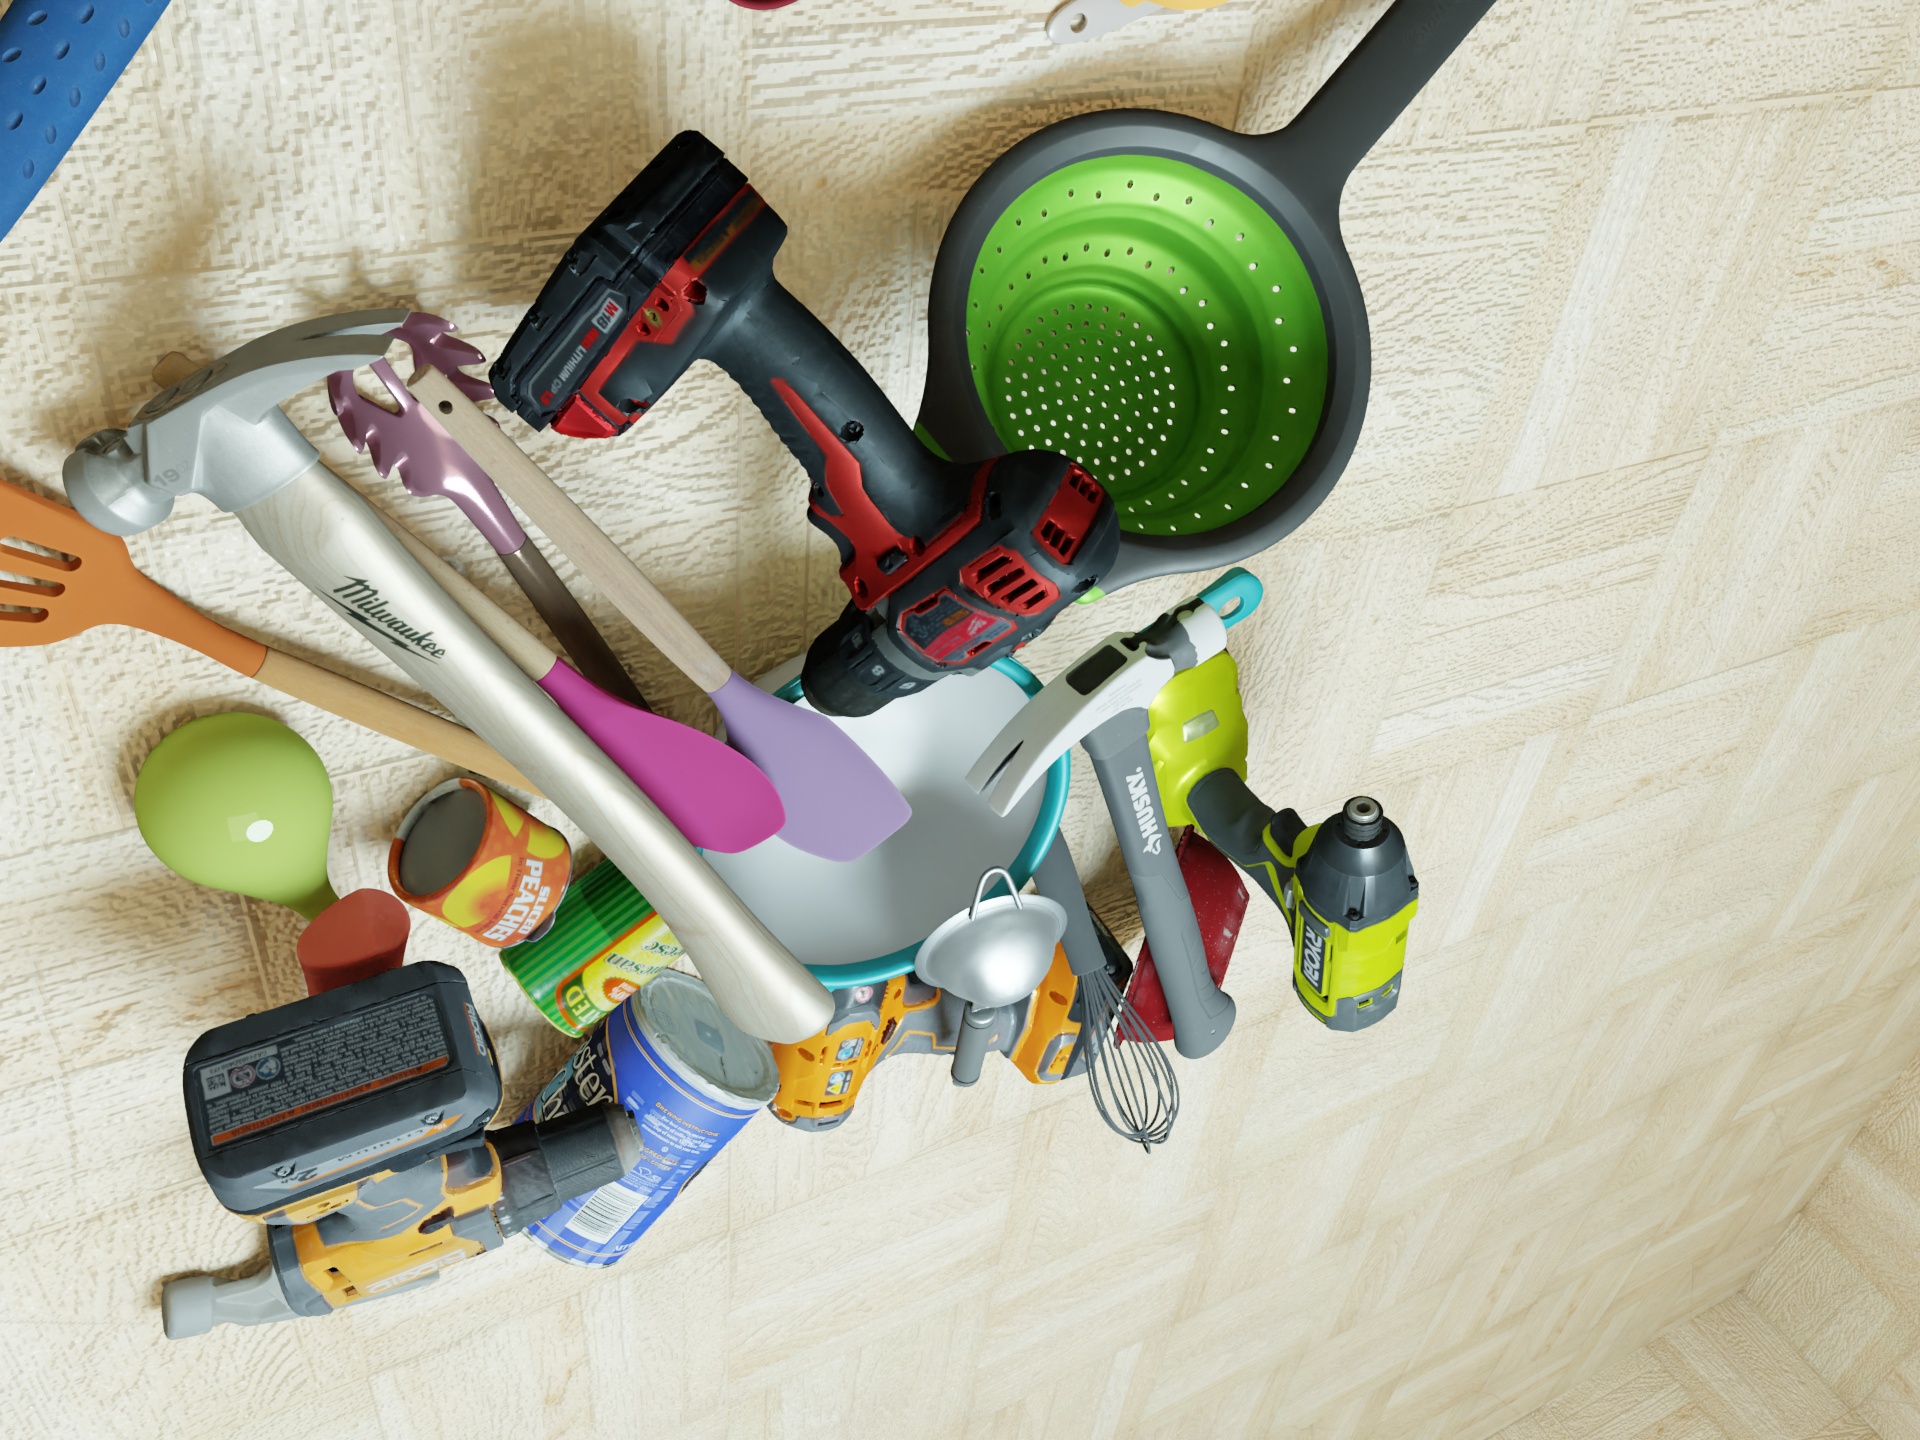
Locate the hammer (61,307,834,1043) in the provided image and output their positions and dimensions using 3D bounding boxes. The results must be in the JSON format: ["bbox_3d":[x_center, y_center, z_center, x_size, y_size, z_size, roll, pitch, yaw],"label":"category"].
[{"bbox_3d":[-0.164,0.013,0.671,0.146,0.038,0.410,-19,130,21],"label":"hammer"}]

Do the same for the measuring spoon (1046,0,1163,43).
[{"bbox_3d":[0.093,-0.317,0.689,0.124,0.018,0.034,-27,138,-12],"label":"measuring spoon"}]

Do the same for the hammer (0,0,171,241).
[{"bbox_3d":[-0.334,-0.147,0.501,0.144,0.035,0.405,35,99,-28],"label":"hammer"}]

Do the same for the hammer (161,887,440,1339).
[{"bbox_3d":[-0.316,0.211,0.817,0.149,0.037,0.359,-3,138,-34],"label":"hammer"}]

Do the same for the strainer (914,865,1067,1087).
[{"bbox_3d":[0.014,0.163,0.902,0.087,0.050,0.258,-13,150,-13],"label":"strainer"}]

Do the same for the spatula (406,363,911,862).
[{"bbox_3d":[-0.122,-0.032,0.685,0.060,0.018,0.315,-36,128,4],"label":"spatula"}]

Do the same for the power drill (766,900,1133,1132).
[{"bbox_3d":[-0.007,0.173,1.018,0.226,0.084,0.164,-3,127,-30],"label":"power drill"}]

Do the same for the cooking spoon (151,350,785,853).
[{"bbox_3d":[-0.192,-0.038,0.662,0.069,0.017,0.318,-29,125,27],"label":"cooking spoon"}]

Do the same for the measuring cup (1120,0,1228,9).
[{"bbox_3d":[0.131,-0.330,0.656,0.173,0.052,0.095,4,119,-25],"label":"measuring cup"}]

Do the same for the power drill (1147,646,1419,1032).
[{"bbox_3d":[0.178,0.054,0.930,0.080,0.223,0.171,-26,138,-15],"label":"power drill"}]

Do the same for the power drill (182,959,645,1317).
[{"bbox_3d":[-0.247,0.199,0.752,0.185,0.084,0.226,-17,149,-18],"label":"power drill"}]

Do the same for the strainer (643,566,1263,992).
[{"bbox_3d":[-0.001,-0.003,0.843,0.340,0.095,0.210,-32,131,-9],"label":"strainer"}]

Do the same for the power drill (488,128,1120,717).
[{"bbox_3d":[-0.069,-0.095,0.635,0.226,0.080,0.188,40,142,-15],"label":"power drill"}]

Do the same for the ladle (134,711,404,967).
[{"bbox_3d":[-0.295,0.108,0.784,0.078,0.062,0.319,-31,146,-12],"label":"ladle"}]

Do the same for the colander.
[{"bbox_3d":[0.126,-0.223,0.744,0.204,0.094,0.397,42,77,-8],"label":"colander"}]

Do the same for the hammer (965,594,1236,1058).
[{"bbox_3d":[0.105,0.090,0.888,0.146,0.035,0.334,-33,135,-13],"label":"hammer"}]

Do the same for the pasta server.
[{"bbox_3d":[-0.184,-0.058,0.708,0.060,0.040,0.315,-41,142,-14],"label":"pasta server"}]

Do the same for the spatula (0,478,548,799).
[{"bbox_3d":[-0.273,-0.010,0.670,0.322,0.041,0.081,29,106,-40],"label":"spatula"}]

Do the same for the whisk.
[{"bbox_3d":[0.078,0.152,0.978,0.055,0.239,0.055,-20,179,0],"label":"whisk"}]

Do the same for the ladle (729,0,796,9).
[{"bbox_3d":[0.023,-0.375,0.580,0.315,0.031,0.069,-40,142,-1],"label":"ladle"}]
